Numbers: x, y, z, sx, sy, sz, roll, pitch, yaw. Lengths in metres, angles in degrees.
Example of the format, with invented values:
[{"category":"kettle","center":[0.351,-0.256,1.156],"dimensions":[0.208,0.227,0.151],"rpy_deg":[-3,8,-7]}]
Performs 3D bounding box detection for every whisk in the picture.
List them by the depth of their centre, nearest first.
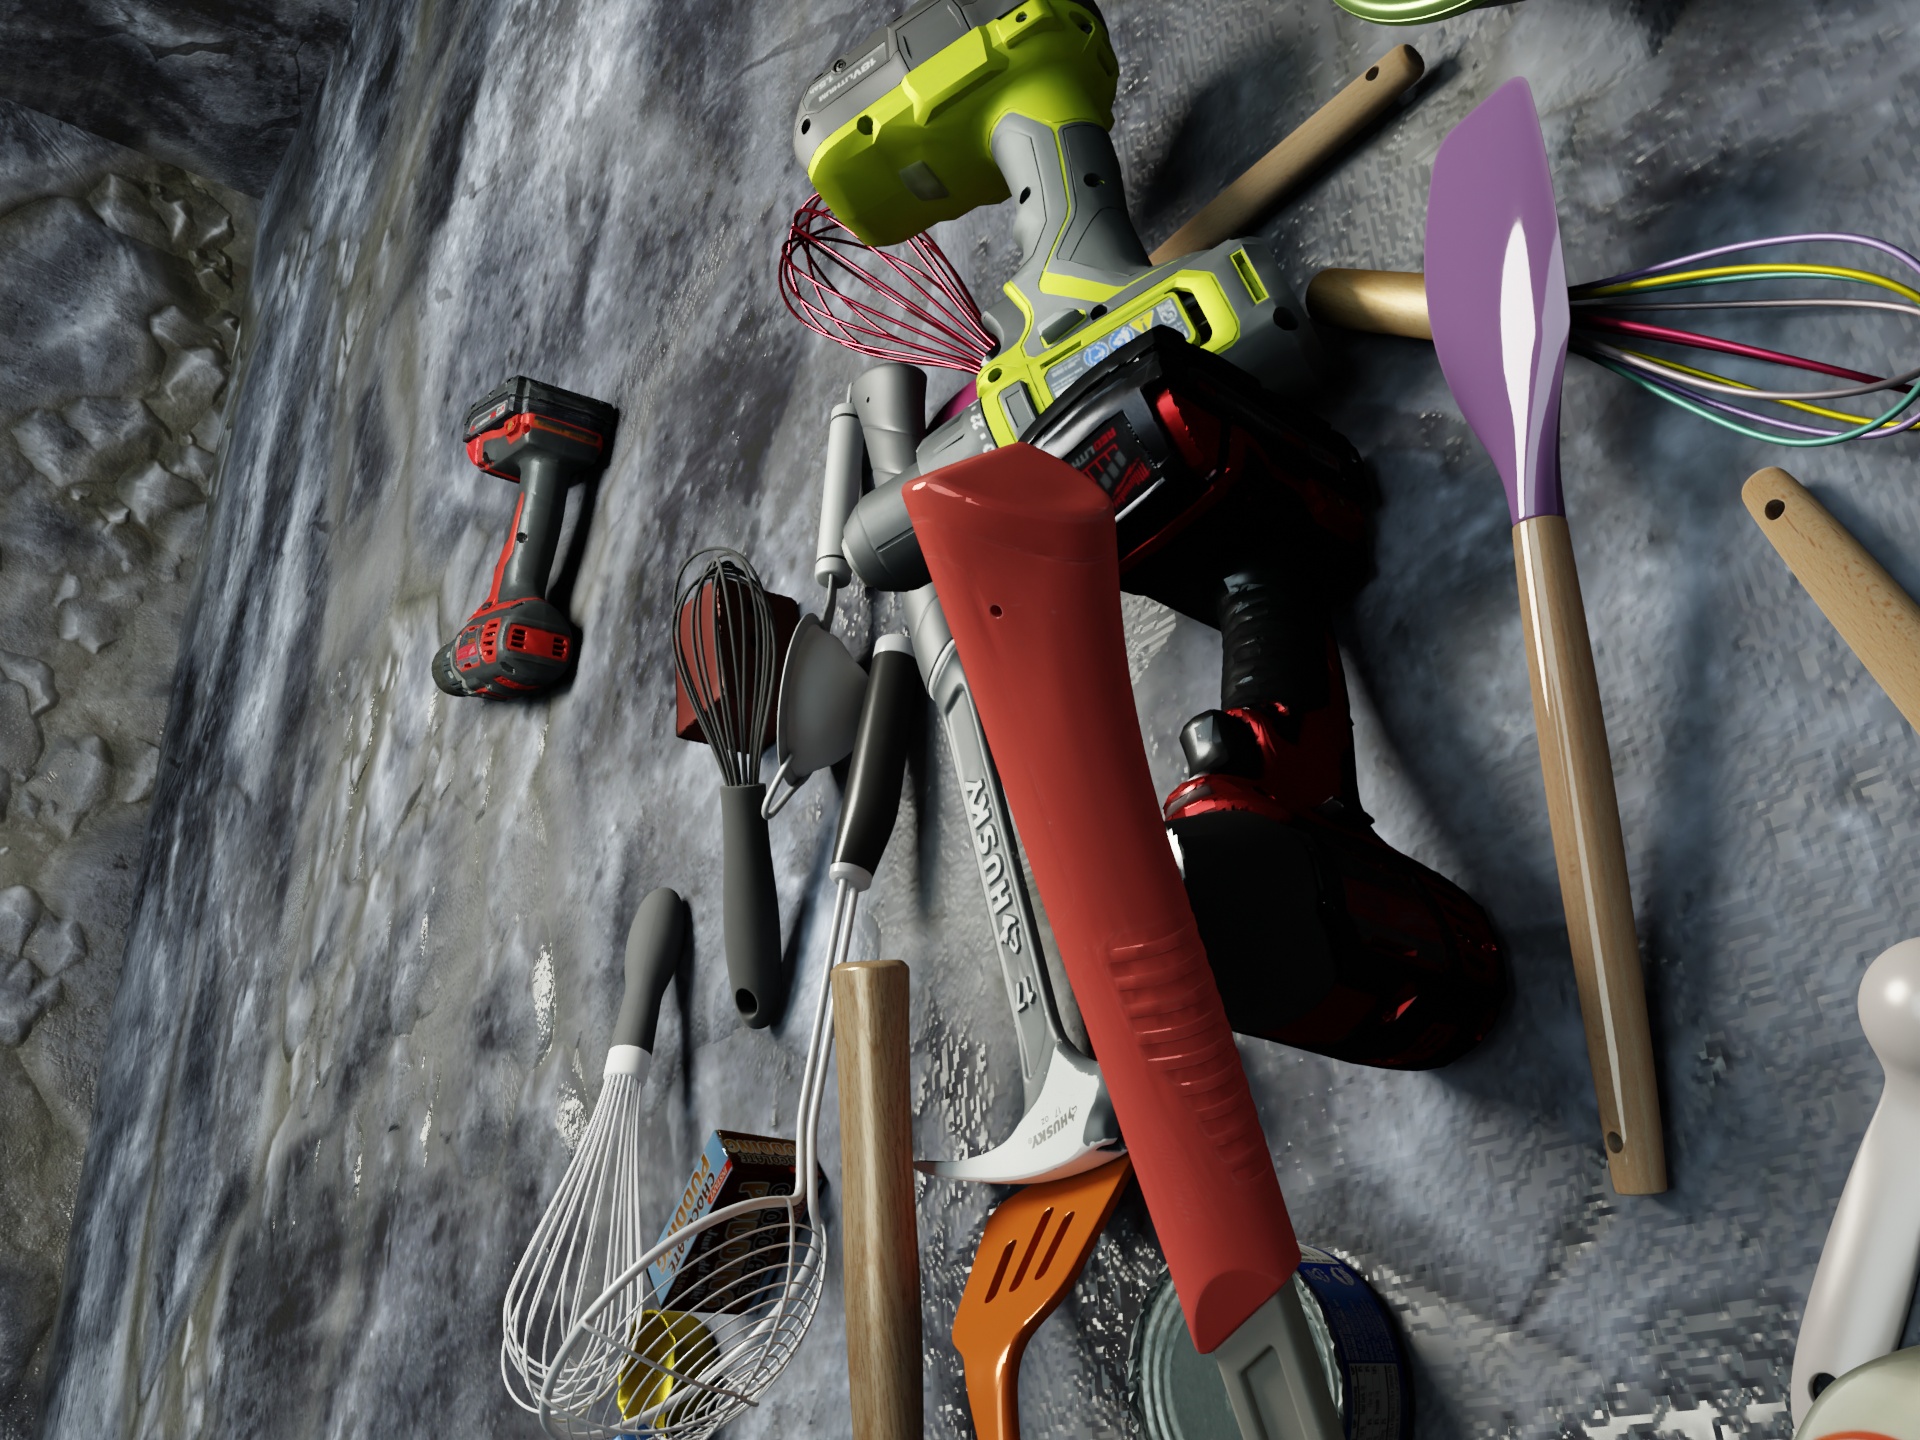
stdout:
[{"category":"whisk","center":[0.186,-0.117,0.478],"dimensions":[0.245,0.047,0.051],"rpy_deg":[34,106,59]},{"category":"whisk","center":[0.006,-0.164,0.702],"dimensions":[0.296,0.073,0.073],"rpy_deg":[42,112,37]},{"category":"whisk","center":[-0.110,0.034,0.783],"dimensions":[0.055,0.055,0.239],"rpy_deg":[-2,93,54]},{"category":"whisk","center":[-0.177,0.207,0.812],"dimensions":[0.070,0.070,0.285],"rpy_deg":[-37,36,41]}]

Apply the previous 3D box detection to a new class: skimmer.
[{"category":"skimmer","center":[-0.085,0.123,0.687],"dimensions":[0.090,0.127,0.364],"rpy_deg":[0,61,20]}]

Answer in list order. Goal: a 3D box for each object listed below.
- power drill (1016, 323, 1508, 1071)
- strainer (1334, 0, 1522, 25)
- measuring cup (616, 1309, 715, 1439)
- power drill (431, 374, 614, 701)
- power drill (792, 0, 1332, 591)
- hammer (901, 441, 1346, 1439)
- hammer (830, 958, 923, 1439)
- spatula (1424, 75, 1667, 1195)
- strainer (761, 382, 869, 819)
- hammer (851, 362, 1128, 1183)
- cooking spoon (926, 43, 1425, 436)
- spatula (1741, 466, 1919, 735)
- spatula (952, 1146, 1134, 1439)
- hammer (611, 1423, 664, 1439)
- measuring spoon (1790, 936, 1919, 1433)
[{"category":"power drill","center":[0.082,-0.007,0.487],"dimensions":[0.078,0.143,0.220],"rpy_deg":[-38,46,38]},{"category":"strainer","center":[0.160,-0.296,0.558],"dimensions":[0.256,0.069,0.151],"rpy_deg":[16,92,56]},{"category":"measuring cup","center":[-0.125,0.348,0.734],"dimensions":[0.062,0.029,0.157],"rpy_deg":[-52,42,29]},{"category":"power drill","center":[-0.337,-0.124,1.185],"dimensions":[0.188,0.080,0.227],"rpy_deg":[-9,73,53]},{"category":"power drill","center":[0.015,-0.173,0.629],"dimensions":[0.190,0.080,0.229],"rpy_deg":[-28,62,16]},{"category":"hammer","center":[0.052,0.110,0.390],"dimensions":[0.149,0.037,0.359],"rpy_deg":[-9,105,42]},{"category":"hammer","center":[-0.026,0.256,0.590],"dimensions":[0.130,0.031,0.331],"rpy_deg":[-15,73,48]},{"category":"spatula","center":[0.165,-0.030,0.449],"dimensions":[0.060,0.018,0.316],"rpy_deg":[145,123,-65]},{"category":"strainer","center":[-0.063,-0.069,0.805],"dimensions":[0.086,0.050,0.259],"rpy_deg":[77,-166,-62]},{"category":"hammer","center":[-0.001,-0.002,0.680],"dimensions":[0.149,0.036,0.409],"rpy_deg":[-46,44,39]},{"category":"cooking spoon","center":[0.069,-0.178,0.683],"dimensions":[0.319,0.017,0.069],"rpy_deg":[-33,52,45]},{"category":"spatula","center":[0.244,0.049,0.322],"dimensions":[0.082,0.044,0.318],"rpy_deg":[-52,39,34]},{"category":"spatula","center":[0.021,0.273,0.473],"dimensions":[0.081,0.041,0.323],"rpy_deg":[-38,33,34]},{"category":"hammer","center":[-0.017,0.358,0.511],"dimensions":[0.406,0.035,0.144],"rpy_deg":[16,97,50]},{"category":"measuring spoon","center":[0.210,0.109,0.366],"dimensions":[0.034,0.018,0.124],"rpy_deg":[15,90,56]}]
